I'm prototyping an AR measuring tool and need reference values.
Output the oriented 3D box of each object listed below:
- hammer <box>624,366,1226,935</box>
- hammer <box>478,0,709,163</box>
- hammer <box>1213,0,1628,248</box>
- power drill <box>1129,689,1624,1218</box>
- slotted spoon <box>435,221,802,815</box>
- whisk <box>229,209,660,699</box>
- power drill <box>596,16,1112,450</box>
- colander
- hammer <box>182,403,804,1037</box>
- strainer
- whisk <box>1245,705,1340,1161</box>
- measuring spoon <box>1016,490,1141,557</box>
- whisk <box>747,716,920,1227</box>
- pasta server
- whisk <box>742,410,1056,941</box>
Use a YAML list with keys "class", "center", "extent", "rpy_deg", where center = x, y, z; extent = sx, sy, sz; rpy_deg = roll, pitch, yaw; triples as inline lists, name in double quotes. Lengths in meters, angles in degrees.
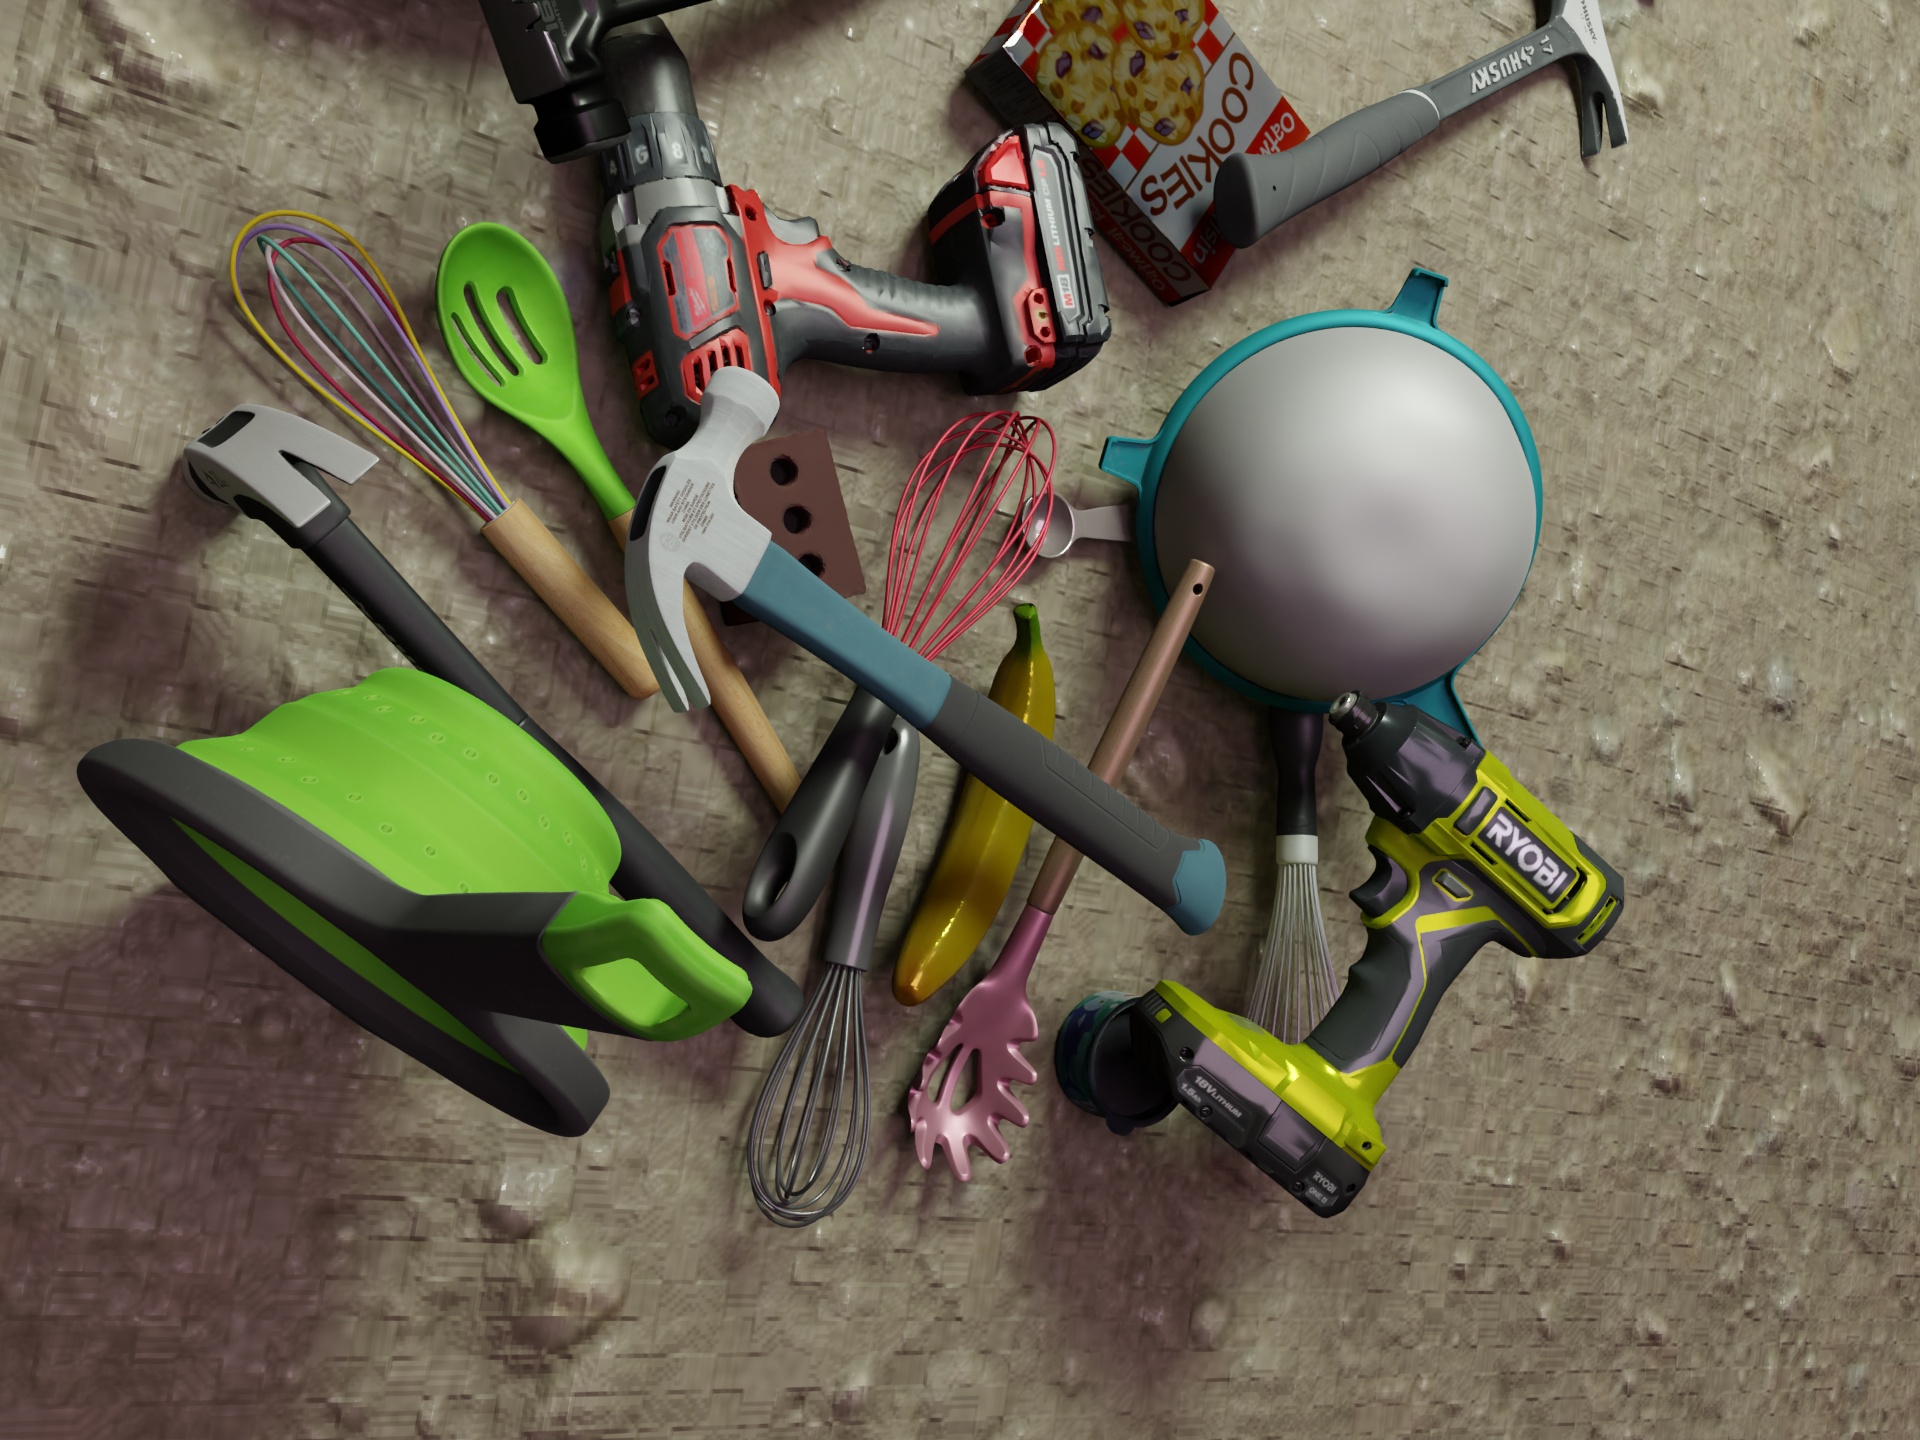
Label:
- class: "hammer"
  center: [-0.001, -0.002, 0.686]
  extent: [0.330, 0.033, 0.128]
  rpy_deg: [36, 67, -26]
- class: "hammer"
  center: [-0.077, -0.340, 0.679]
  extent: [0.337, 0.034, 0.127]
  rpy_deg: [-43, 124, -45]
- class: "hammer"
  center: [0.274, -0.351, 0.917]
  extent: [0.409, 0.036, 0.149]
  rpy_deg: [-36, 108, -34]
- class: "power drill"
  center: [0.193, 0.109, 0.774]
  extent: [0.171, 0.080, 0.223]
  rpy_deg: [40, 88, -10]
- class: "slotted spoon"
  center: [-0.137, -0.068, 0.702]
  extent: [0.070, 0.031, 0.313]
  rpy_deg: [-46, 114, -45]
- class: "whisk"
  center: [-0.203, -0.105, 0.659]
  extent: [0.244, 0.051, 0.047]
  rpy_deg: [51, 60, -22]
- class: "power drill"
  center: [-0.056, -0.227, 0.730]
  extent: [0.226, 0.080, 0.188]
  rpy_deg: [-11, 90, -26]
- class: "colander"
  center: [-0.143, 0.041, 0.486]
  extent: [0.204, 0.397, 0.094]
  rpy_deg: [45, 62, -21]
- class: "hammer"
  center: [-0.169, 0.014, 0.635]
  extent: [0.035, 0.146, 0.334]
  rpy_deg: [-47, 119, -20]
- class: "strainer"
  center: [0.227, -0.041, 0.804]
  extent: [0.211, 0.095, 0.340]
  rpy_deg: [-28, 102, 7]
- class: "whisk"
  center: [0.185, 0.103, 0.867]
  extent: [0.070, 0.070, 0.285]
  rpy_deg: [7, 80, -30]
- class: "measuring spoon"
  center: [0.076, -0.103, 0.838]
  extent: [0.124, 0.018, 0.034]
  rpy_deg: [-6, 93, -37]
- class: "whisk"
  center: [-0.051, 0.112, 0.736]
  extent: [0.055, 0.055, 0.239]
  rpy_deg: [19, 75, -28]
- class: "pasta server"
  center: [0.053, 0.068, 0.765]
  extent: [0.060, 0.040, 0.316]
  rpy_deg: [25, 91, -22]
- class: "whisk"
  center: [-0.027, -0.031, 0.724]
  extent: [0.073, 0.073, 0.296]
  rpy_deg: [37, 63, -24]
